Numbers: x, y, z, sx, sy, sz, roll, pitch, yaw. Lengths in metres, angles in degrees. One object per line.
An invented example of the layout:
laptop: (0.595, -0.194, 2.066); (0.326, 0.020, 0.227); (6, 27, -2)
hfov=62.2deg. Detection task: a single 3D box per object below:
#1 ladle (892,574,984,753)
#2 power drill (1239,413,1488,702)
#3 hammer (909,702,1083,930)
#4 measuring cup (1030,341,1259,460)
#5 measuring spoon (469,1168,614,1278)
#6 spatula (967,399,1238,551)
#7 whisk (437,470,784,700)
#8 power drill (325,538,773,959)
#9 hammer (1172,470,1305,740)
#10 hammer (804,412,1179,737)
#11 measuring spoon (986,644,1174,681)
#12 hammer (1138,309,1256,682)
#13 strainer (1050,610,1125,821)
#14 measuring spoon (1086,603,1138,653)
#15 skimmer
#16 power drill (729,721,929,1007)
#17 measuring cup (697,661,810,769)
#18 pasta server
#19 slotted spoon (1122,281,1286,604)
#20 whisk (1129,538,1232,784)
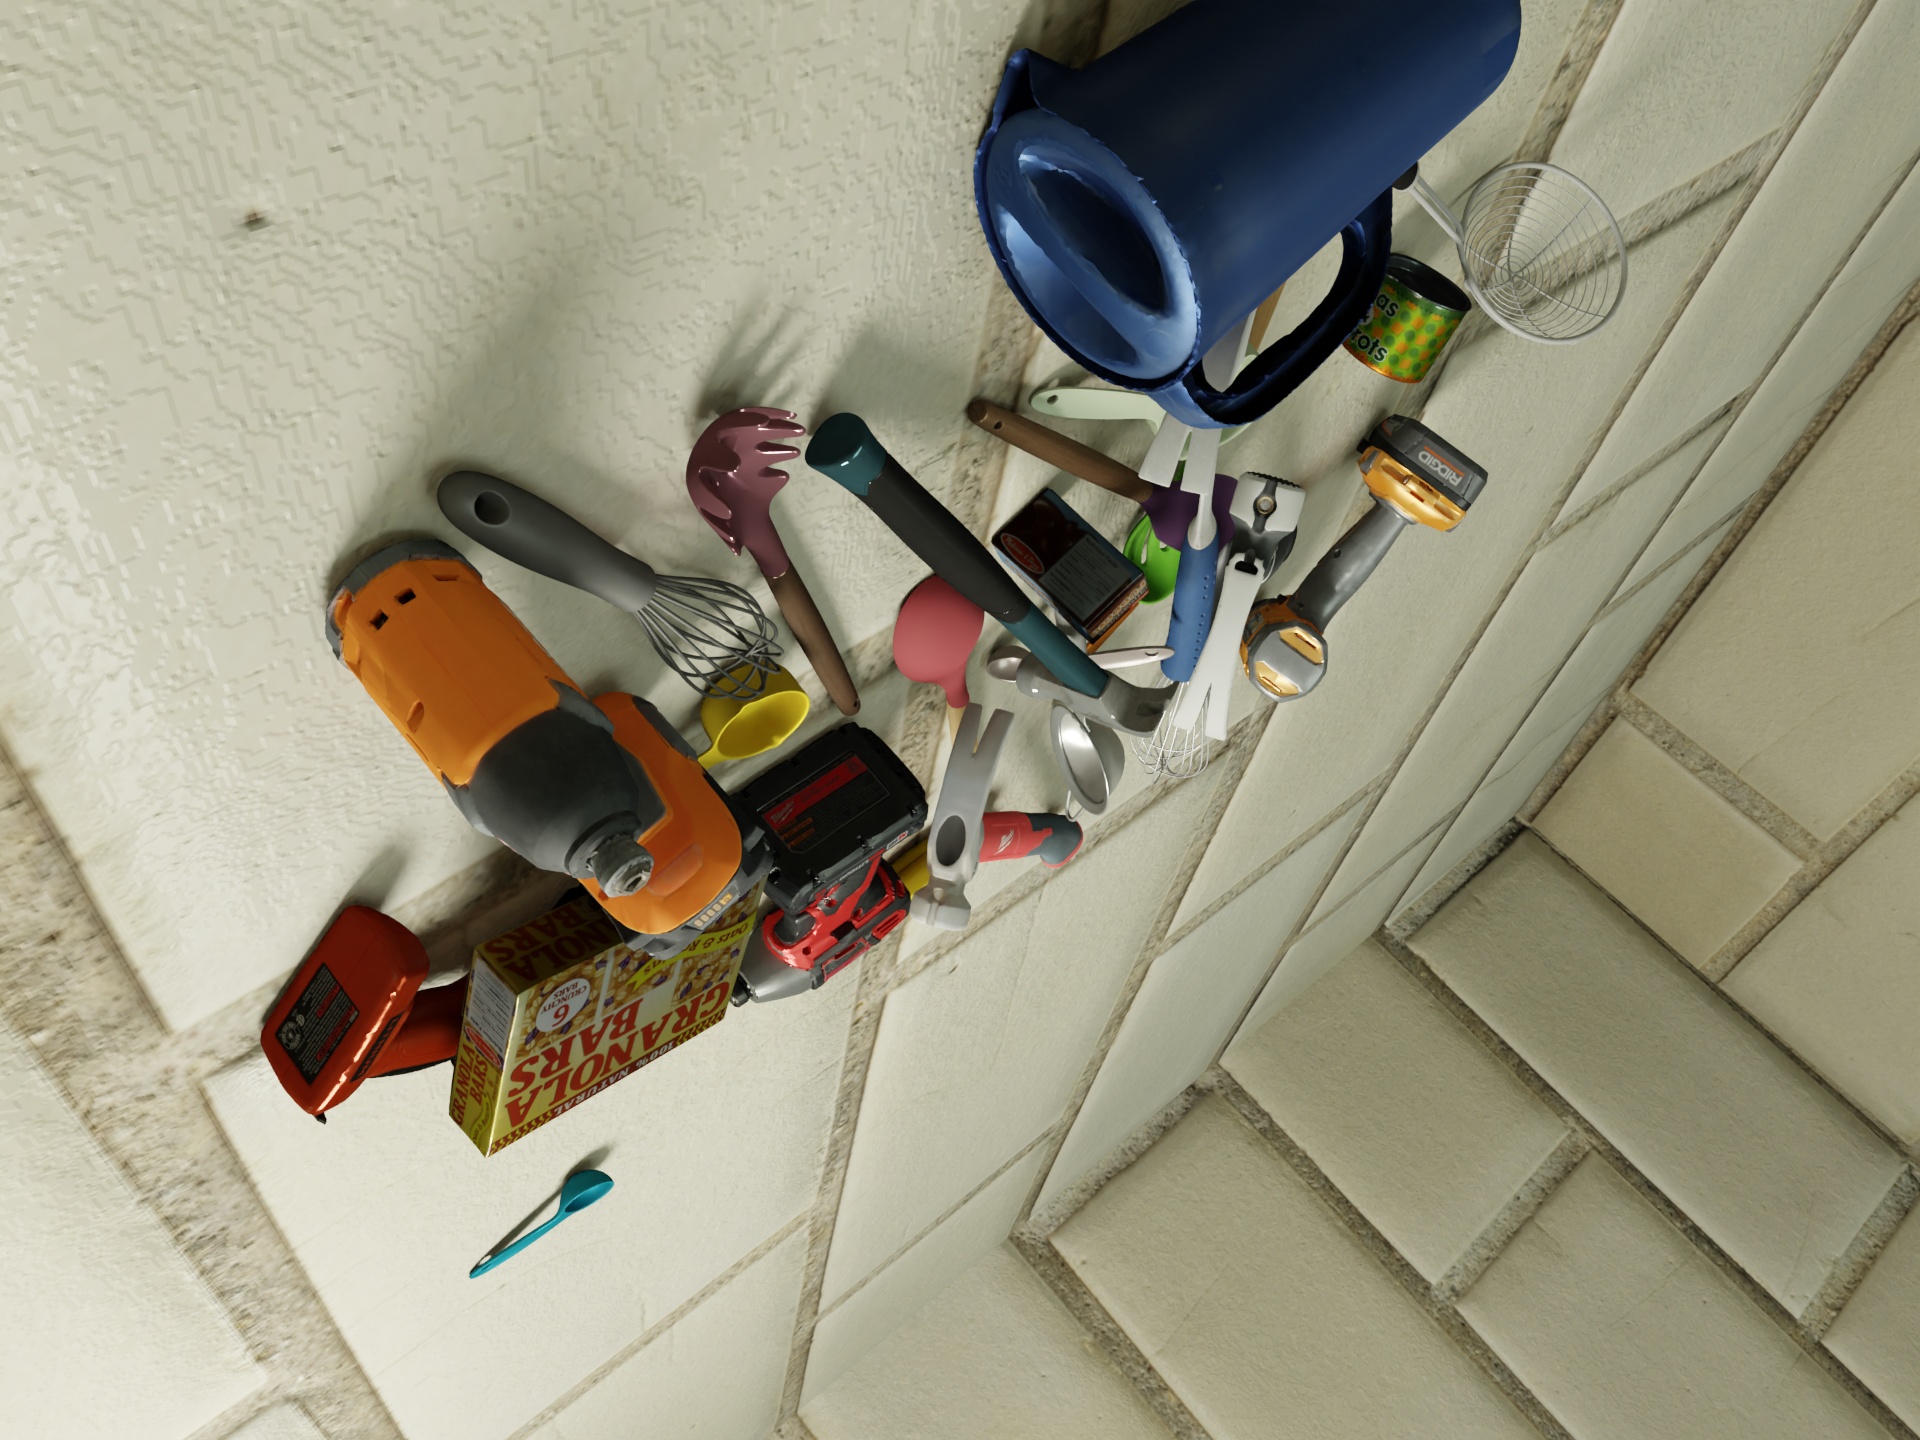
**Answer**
ladle: (-0.002, -0.003, 1.052); (0.069, 0.031, 0.315); (-41, 159, -14)
power drill: (0.297, -0.125, 1.240); (0.226, 0.084, 0.185); (-54, -177, 14)
hammer: (0.045, 0.070, 1.175); (0.386, 0.038, 0.143); (12, 92, -75)
measuring cup: (0.103, -0.191, 0.906); (0.167, 0.038, 0.083); (-5, 145, -32)
measuring spoon: (-0.316, 0.372, 1.185); (0.128, 0.021, 0.042); (-35, 158, 1)
spatula: (0.098, -0.144, 0.945); (0.059, 0.018, 0.315); (-52, 150, 18)
whisk: (-0.146, -0.056, 0.697); (0.055, 0.055, 0.238); (-47, 153, 6)
power drill: (-0.157, 0.030, 0.672); (0.084, 0.164, 0.226); (-42, 159, -6)
hammer: (0.193, -0.095, 1.035); (0.409, 0.036, 0.149); (-38, 144, -72)
hammer: (0.018, -0.068, 0.851); (0.330, 0.128, 0.033); (38, 78, -53)
measuring spoon: (0.078, -0.044, 1.040); (0.124, 0.018, 0.034); (-5, 153, 12)
hammer: (0.140, -0.112, 0.935); (0.405, 0.035, 0.144); (77, 33, -68)
strainer: (0.085, -0.018, 1.108); (0.050, 0.087, 0.258); (-26, 140, -11)
measuring spoon: (0.105, -0.058, 1.153); (0.117, 0.011, 0.021); (-50, 157, 13)
skimmer: (0.315, -0.319, 0.956); (0.090, 0.127, 0.363); (-8, 172, 34)
power drill: (-0.094, 0.107, 1.026); (0.143, 0.079, 0.219); (-34, 158, -23)
measuring cup: (-0.154, 0.018, 0.846); (0.156, 0.029, 0.062); (-31, 157, -2)
pasta server: (-0.080, -0.063, 0.800); (0.060, 0.040, 0.316); (-60, 162, -15)
slotted spoon: (0.161, -0.197, 0.991); (0.070, 0.031, 0.313); (-18, 144, -32)
whisk: (0.184, -0.048, 1.248); (0.070, 0.070, 0.284); (-31, 149, -29)
